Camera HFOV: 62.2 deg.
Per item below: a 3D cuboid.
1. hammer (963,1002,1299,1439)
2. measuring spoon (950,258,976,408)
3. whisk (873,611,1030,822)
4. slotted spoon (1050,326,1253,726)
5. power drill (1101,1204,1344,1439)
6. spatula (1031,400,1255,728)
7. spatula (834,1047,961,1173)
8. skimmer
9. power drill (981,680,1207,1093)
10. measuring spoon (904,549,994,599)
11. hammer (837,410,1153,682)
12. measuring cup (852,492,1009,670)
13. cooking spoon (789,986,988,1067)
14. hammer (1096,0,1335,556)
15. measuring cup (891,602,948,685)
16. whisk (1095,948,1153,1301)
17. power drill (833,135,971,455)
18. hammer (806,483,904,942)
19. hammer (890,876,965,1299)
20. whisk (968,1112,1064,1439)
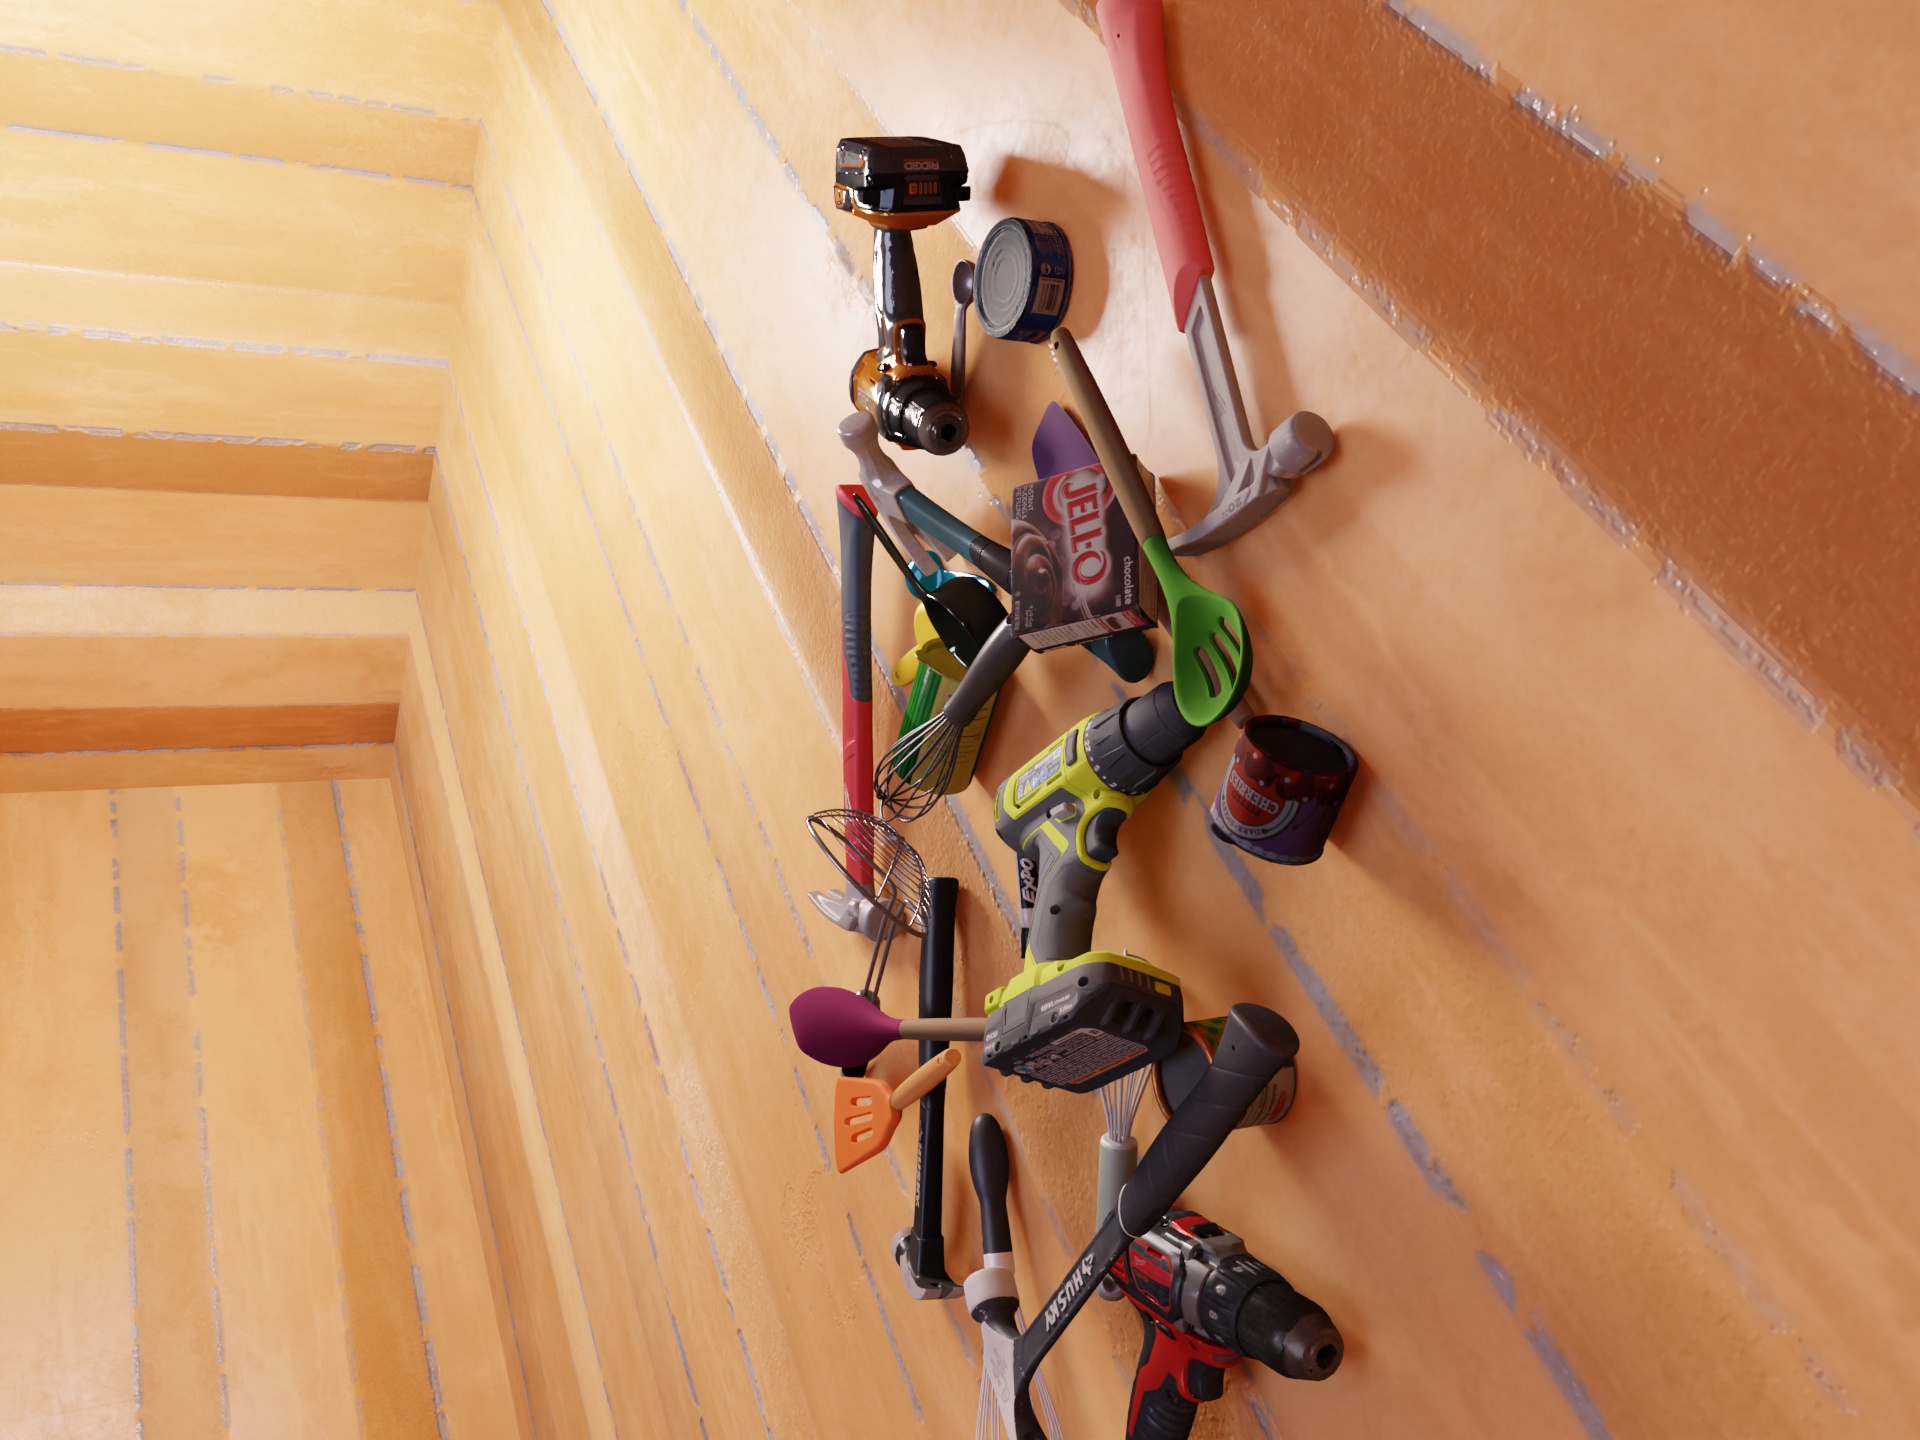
[{"bbox_3d":[0.095,0.304,0.938,0.149,0.036,0.408,-107,32,-43],"label":"hammer"},{"bbox_3d":[0.005,-0.293,1.231,0.034,0.018,0.124,40,132,54],"label":"measuring spoon"},{"bbox_3d":[-0.003,-0.003,1.124,0.239,0.055,0.055,-53,46,42],"label":"whisk"},{"bbox_3d":[0.110,-0.129,0.963,0.070,0.031,0.314,-54,45,43],"label":"slotted spoon"},{"bbox_3d":[0.148,0.415,0.942,0.188,0.080,0.226,8,96,61],"label":"power drill"},{"bbox_3d":[0.112,-0.104,1.037,0.316,0.018,0.059,62,140,41],"label":"spatula"},{"bbox_3d":[-0.051,0.289,1.223,0.322,0.041,0.081,122,149,-64],"label":"spatula"},{"bbox_3d":[-0.090,0.205,1.289,0.127,0.090,0.363,46,143,28],"label":"skimmer"},{"bbox_3d":[0.086,0.096,0.983,0.190,0.080,0.229,-40,35,48],"label":"power drill"},{"bbox_3d":[-0.013,-0.109,1.258,0.129,0.021,0.042,22,110,59],"label":"measuring spoon"},{"bbox_3d":[0.023,-0.115,1.136,0.331,0.033,0.128,40,164,45],"label":"hammer"},{"bbox_3d":[-0.016,-0.105,1.147,0.167,0.038,0.083,54,168,4],"label":"measuring cup"},{"bbox_3d":[-0.024,0.233,1.201,0.319,0.017,0.069,-10,95,42],"label":"cooking spoon"},{"bbox_3d":[0.132,-0.285,0.976,0.149,0.036,0.359,-36,61,56],"label":"hammer"},{"bbox_3d":[-0.034,-0.055,1.285,0.156,0.029,0.062,-37,73,59],"label":"measuring cup"},{"bbox_3d":[0.105,0.269,1.049,0.059,0.058,0.246,-63,-25,-77],"label":"whisk"},{"bbox_3d":[-0.038,-0.316,1.199,0.186,0.084,0.226,-129,35,-60],"label":"power drill"},{"bbox_3d":[-0.096,-0.010,1.384,0.143,0.038,0.386,13,105,62],"label":"hammer"},{"bbox_3d":[-0.021,0.290,1.259,0.146,0.035,0.335,-176,88,-77],"label":"hammer"},{"bbox_3d":[0.031,0.434,1.171,0.070,0.070,0.285,-38,54,56],"label":"whisk"}]
